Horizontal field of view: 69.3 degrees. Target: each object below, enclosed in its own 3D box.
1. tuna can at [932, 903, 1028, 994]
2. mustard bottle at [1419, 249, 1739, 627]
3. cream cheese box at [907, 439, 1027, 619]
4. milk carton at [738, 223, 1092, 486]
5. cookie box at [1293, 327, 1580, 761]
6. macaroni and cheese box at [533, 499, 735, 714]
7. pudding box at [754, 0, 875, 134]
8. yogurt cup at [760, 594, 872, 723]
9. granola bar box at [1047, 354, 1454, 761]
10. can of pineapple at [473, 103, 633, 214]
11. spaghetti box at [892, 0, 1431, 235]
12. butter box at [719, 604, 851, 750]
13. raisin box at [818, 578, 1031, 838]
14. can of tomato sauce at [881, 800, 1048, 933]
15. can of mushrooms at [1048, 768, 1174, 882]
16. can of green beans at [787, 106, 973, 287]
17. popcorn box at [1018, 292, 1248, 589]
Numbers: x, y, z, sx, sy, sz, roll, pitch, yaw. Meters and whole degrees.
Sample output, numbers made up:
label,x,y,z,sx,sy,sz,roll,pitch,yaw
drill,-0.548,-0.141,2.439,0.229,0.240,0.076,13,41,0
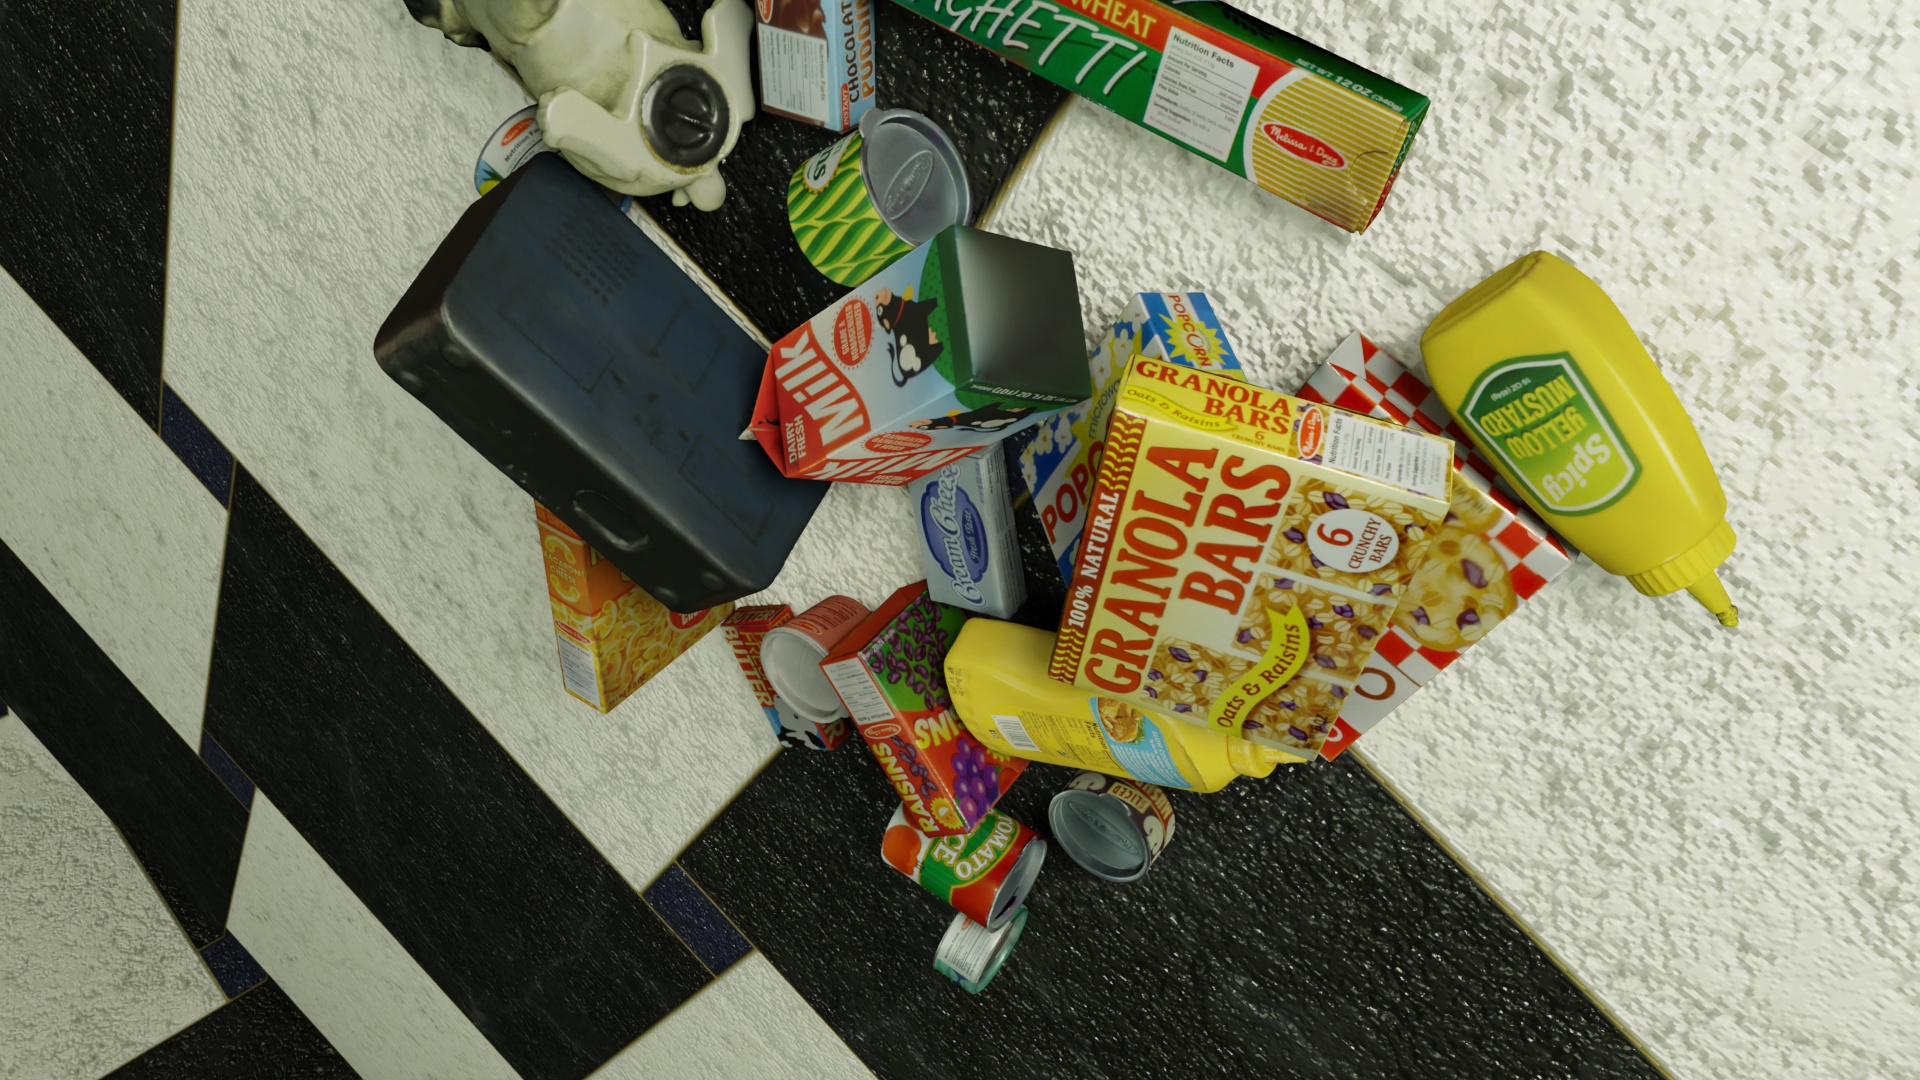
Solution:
label,x,y,z,sx,sy,sz,roll,pitch,yaw
tuna can,0.014,0.260,0.908,0.033,0.071,0.070,30,135,19
mustard bottle,0.239,-0.029,0.512,0.160,0.049,0.065,51,140,-2
cream cheese box,0.003,-0.009,0.747,0.053,0.024,0.103,13,127,34
milk carton,-0.030,-0.076,0.668,0.190,0.072,0.073,-22,71,49
cookie box,0.167,0.008,0.609,0.123,0.040,0.166,42,137,8
macaroni and cheese box,-0.196,0.007,0.853,0.040,0.124,0.165,24,133,24
pudding box,-0.066,-0.234,0.634,0.050,0.030,0.083,24,133,27
yogurt cup,-0.081,0.070,0.855,0.072,0.054,0.072,22,132,27
granola bar box,0.110,0.012,0.562,0.124,0.039,0.164,17,138,7
can of pineapple,-0.223,-0.197,0.770,0.058,0.071,0.070,41,138,8
spaghetti box,0.062,-0.201,0.551,0.250,0.029,0.049,33,136,17
butter box,-0.116,0.092,0.923,0.053,0.024,0.103,-4,117,43
raisin box,-0.014,0.094,0.791,0.040,0.086,0.123,-19,107,41
can of tomato sauce,0.002,0.192,0.865,0.083,0.071,0.070,28,134,23
can of mushrooms,0.087,0.158,0.792,0.071,0.034,0.070,23,132,27
can of green beans,-0.037,-0.156,0.640,0.057,0.071,0.071,-14,110,46
popcorn box,0.079,-0.038,0.622,0.126,0.038,0.085,-55,45,48
